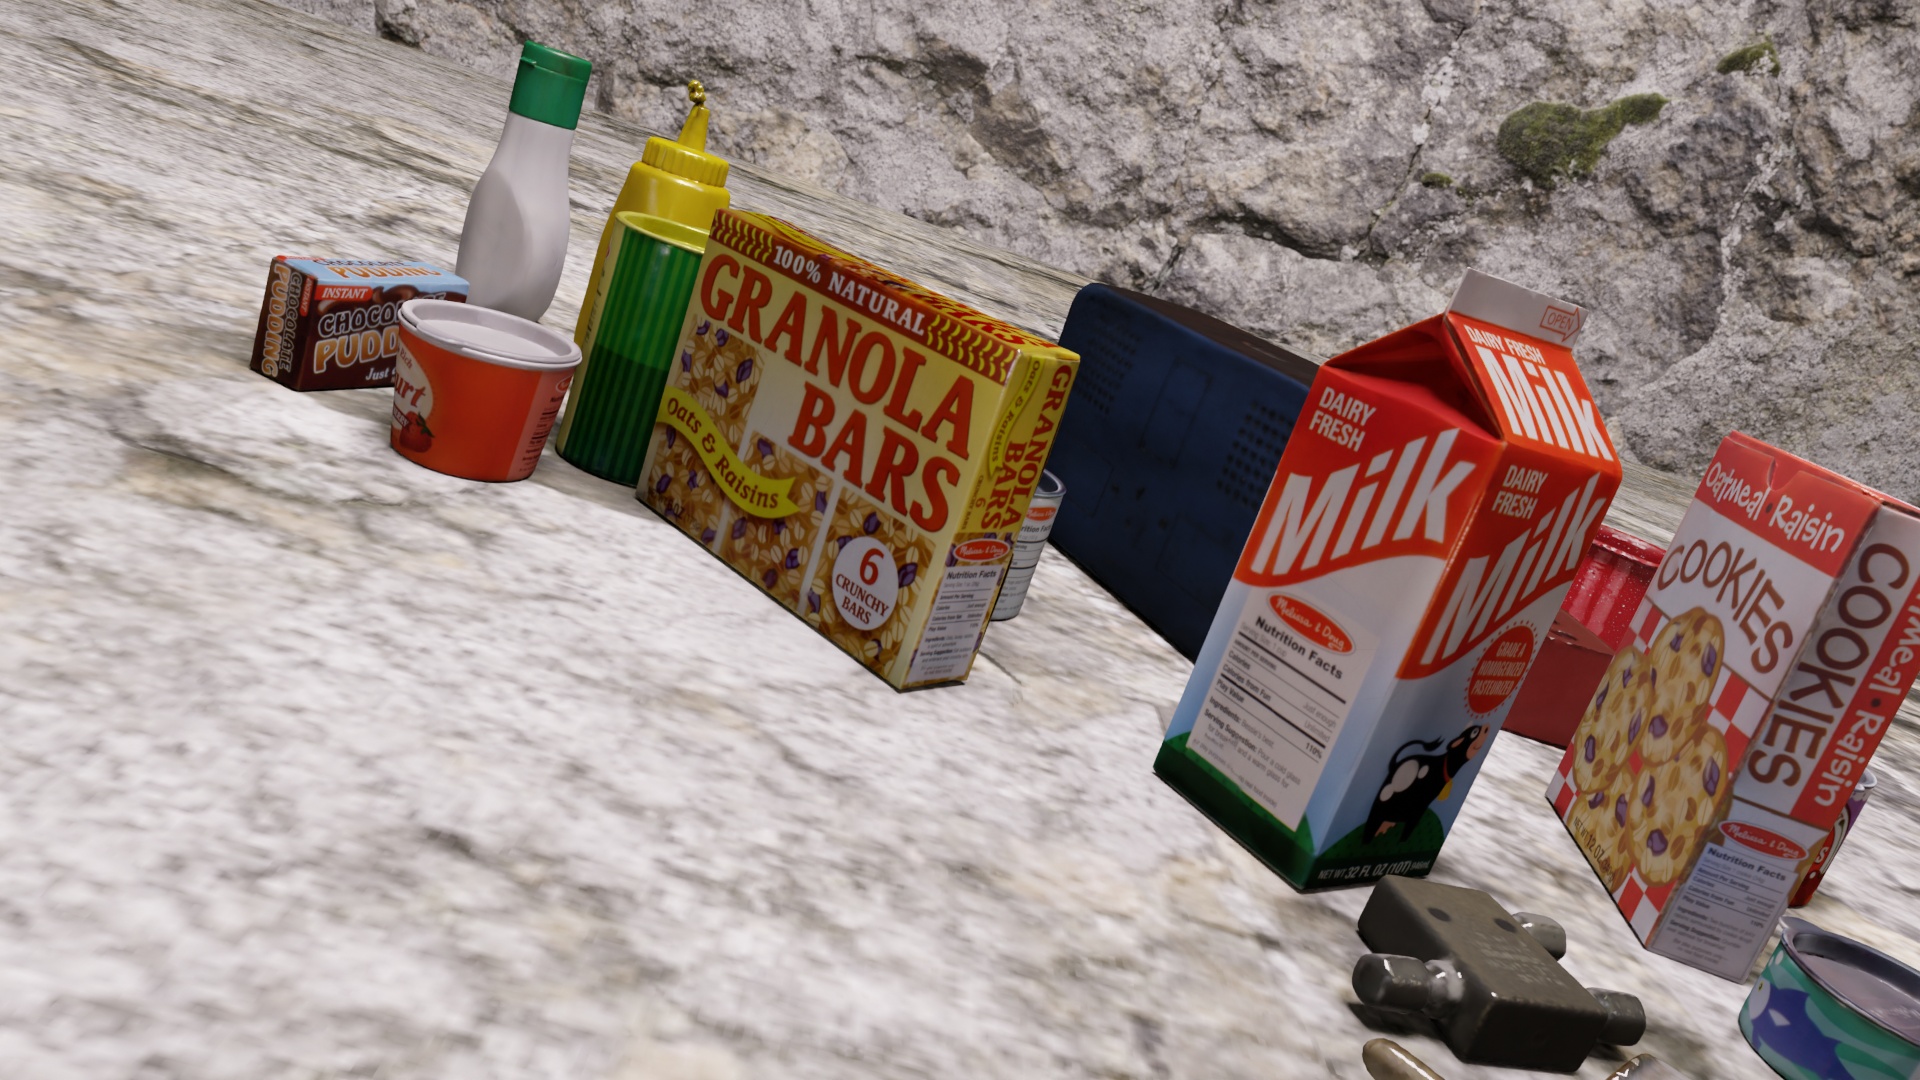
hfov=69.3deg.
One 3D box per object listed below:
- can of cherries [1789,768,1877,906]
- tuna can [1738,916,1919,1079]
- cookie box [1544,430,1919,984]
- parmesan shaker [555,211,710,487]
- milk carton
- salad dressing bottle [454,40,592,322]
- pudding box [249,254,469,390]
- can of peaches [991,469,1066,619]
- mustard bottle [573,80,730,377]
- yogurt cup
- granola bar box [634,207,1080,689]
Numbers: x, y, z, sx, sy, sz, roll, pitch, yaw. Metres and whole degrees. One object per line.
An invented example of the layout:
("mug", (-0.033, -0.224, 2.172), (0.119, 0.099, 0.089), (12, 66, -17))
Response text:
("can of cherries", (0.329, 0.109, 0.571), (0.071, 0.058, 0.072), (18, 16, -5))
("tuna can", (0.276, 0.149, 0.424), (0.071, 0.032, 0.071), (18, 16, -5))
("cookie box", (0.280, 0.053, 0.504), (0.040, 0.167, 0.123), (20, 16, 2))
("parmesan shaker", (-0.126, -0.080, 0.593), (0.071, 0.102, 0.071), (18, 16, -5))
("milk carton", (0.142, 0.010, 0.445), (0.072, 0.190, 0.073), (6, 20, -39))
("salad dressing bottle", (-0.238, -0.196, 0.764), (0.064, 0.147, 0.044), (28, 18, 29))
("pudding box", (-0.251, -0.092, 0.585), (0.030, 0.049, 0.084), (25, 17, 19))
("can of peaches", (0.002, -0.007, 0.581), (0.071, 0.058, 0.071), (18, 16, -5))
("mustard bottle", (-0.140, -0.137, 0.659), (0.049, 0.159, 0.065), (3, 22, -45))
("yogurt cup", (-0.187, -0.057, 0.537), (0.072, 0.053, 0.072), (18, 16, -5))
("granola bar box", (-0.045, -0.039, 0.512), (0.166, 0.123, 0.039), (31, 20, 37))
